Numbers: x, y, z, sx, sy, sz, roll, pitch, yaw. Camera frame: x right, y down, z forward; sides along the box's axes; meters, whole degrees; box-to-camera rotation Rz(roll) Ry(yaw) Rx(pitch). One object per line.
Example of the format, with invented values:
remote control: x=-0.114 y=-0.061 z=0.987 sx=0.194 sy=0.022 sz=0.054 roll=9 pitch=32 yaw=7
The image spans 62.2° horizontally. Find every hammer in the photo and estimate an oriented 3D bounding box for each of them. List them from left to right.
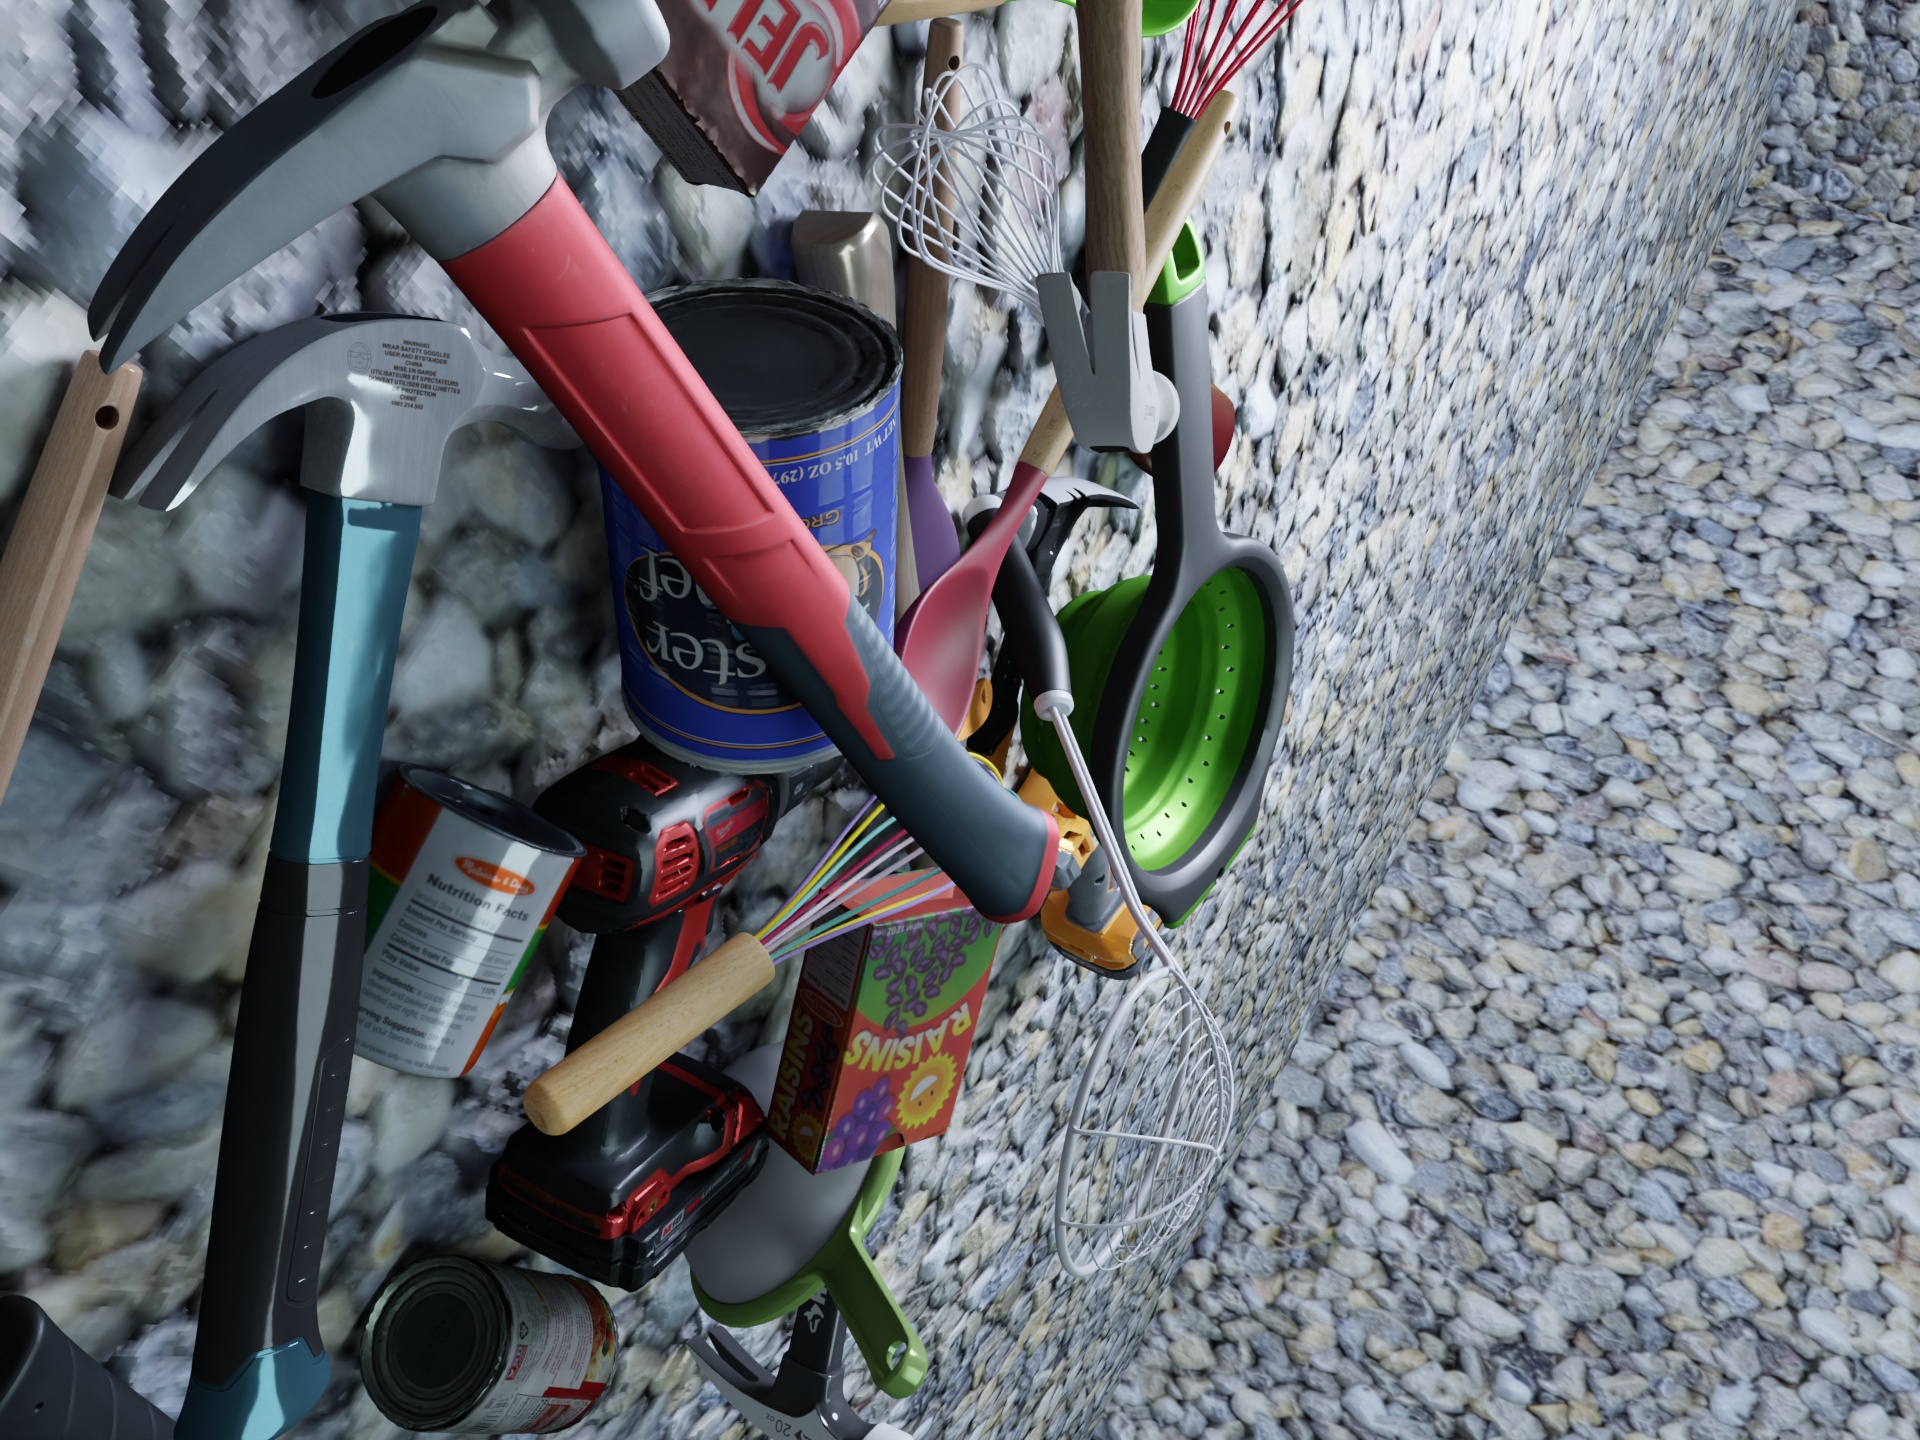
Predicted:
hammer: x=-0.271 y=0.314 z=0.613 sx=0.149 sy=0.036 sz=0.408 roll=-50 pitch=153 yaw=-32
hammer: x=-0.182 y=0.051 z=0.451 sx=0.128 sy=0.033 sz=0.331 roll=0 pitch=103 yaw=-52
hammer: x=-0.065 y=-0.028 z=0.481 sx=0.143 sy=0.038 sz=0.385 roll=-38 pitch=139 yaw=-3
hammer: x=-0.065 y=0.251 z=0.905 sx=0.035 sy=0.146 sz=0.335 roll=4 pitch=99 yaw=-62
hammer: x=-0.028 y=-0.023 z=0.703 sx=0.146 sy=0.038 sz=0.410 roll=-71 pitch=160 yaw=-44
hammer: x=0.016 y=0.022 z=0.917 sx=0.127 sy=0.034 sz=0.336 roll=-21 pitch=132 yaw=-56
hammer: x=0.052 y=-0.261 z=0.562 sx=0.130 sy=0.031 sz=0.331 roll=-37 pitch=126 yaw=-71

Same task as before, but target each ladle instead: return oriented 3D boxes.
ladle: x=0.042 y=-0.126 z=0.658 sx=0.315 sy=0.031 sz=0.069 roll=-63 pitch=152 yaw=-6

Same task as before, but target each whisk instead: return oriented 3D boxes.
whisk: x=-0.060 y=0.082 z=0.608 sx=0.245 sy=0.051 sz=0.047 roll=-34 pitch=140 yaw=-38
whisk: x=0.030 y=-0.186 z=0.666 sx=0.070 sy=0.070 sz=0.284 roll=-65 pitch=162 yaw=3
whisk: x=0.117 y=-0.309 z=0.766 sx=0.073 sy=0.073 sz=0.295 roll=-9 pitch=128 yaw=-62

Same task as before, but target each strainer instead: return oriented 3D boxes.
strainer: x=-0.082 y=0.223 z=0.736 sx=0.069 sy=0.256 sz=0.151 roll=42 pitch=84 yaw=-22

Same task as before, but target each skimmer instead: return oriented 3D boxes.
skimmer: x=0.034 y=0.055 z=0.714 sx=0.090 sy=0.364 sz=0.127 roll=-25 pitch=150 yaw=11

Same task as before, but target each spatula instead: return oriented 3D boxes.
spatula: x=-0.016 y=-0.142 z=0.698 sx=0.060 sy=0.018 sz=0.315 roll=-25 pitch=138 yaw=-31

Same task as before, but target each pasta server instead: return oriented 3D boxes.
pasta server: x=-0.255 y=0.062 z=0.388 sx=0.060 sy=0.040 sz=0.316 roll=15 pitch=99 yaw=-55

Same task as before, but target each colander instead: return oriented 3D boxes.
colander: x=0.087 y=-0.073 z=0.824 sx=0.204 sy=0.094 sz=0.396 roll=-44 pitch=139 yaw=-37

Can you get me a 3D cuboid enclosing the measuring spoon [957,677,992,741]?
measuring spoon: x=-0.001 y=-0.002 z=0.729 sx=0.117 sy=0.011 sz=0.021 roll=-44 pitch=130 yaw=-72

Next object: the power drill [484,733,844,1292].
power drill: x=-0.115 y=0.099 z=0.673 sx=0.188 sy=0.080 sz=0.226 roll=-33 pitch=138 yaw=-61

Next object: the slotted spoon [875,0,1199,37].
slotted spoon: x=-0.004 y=-0.268 z=0.578 sx=0.314 sy=0.031 sz=0.070 roll=-33 pitch=97 yaw=-44

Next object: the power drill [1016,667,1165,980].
power drill: x=0.107 y=0.062 z=1.097 sx=0.185 sy=0.084 sz=0.226 roll=-57 pitch=151 yaw=-20
